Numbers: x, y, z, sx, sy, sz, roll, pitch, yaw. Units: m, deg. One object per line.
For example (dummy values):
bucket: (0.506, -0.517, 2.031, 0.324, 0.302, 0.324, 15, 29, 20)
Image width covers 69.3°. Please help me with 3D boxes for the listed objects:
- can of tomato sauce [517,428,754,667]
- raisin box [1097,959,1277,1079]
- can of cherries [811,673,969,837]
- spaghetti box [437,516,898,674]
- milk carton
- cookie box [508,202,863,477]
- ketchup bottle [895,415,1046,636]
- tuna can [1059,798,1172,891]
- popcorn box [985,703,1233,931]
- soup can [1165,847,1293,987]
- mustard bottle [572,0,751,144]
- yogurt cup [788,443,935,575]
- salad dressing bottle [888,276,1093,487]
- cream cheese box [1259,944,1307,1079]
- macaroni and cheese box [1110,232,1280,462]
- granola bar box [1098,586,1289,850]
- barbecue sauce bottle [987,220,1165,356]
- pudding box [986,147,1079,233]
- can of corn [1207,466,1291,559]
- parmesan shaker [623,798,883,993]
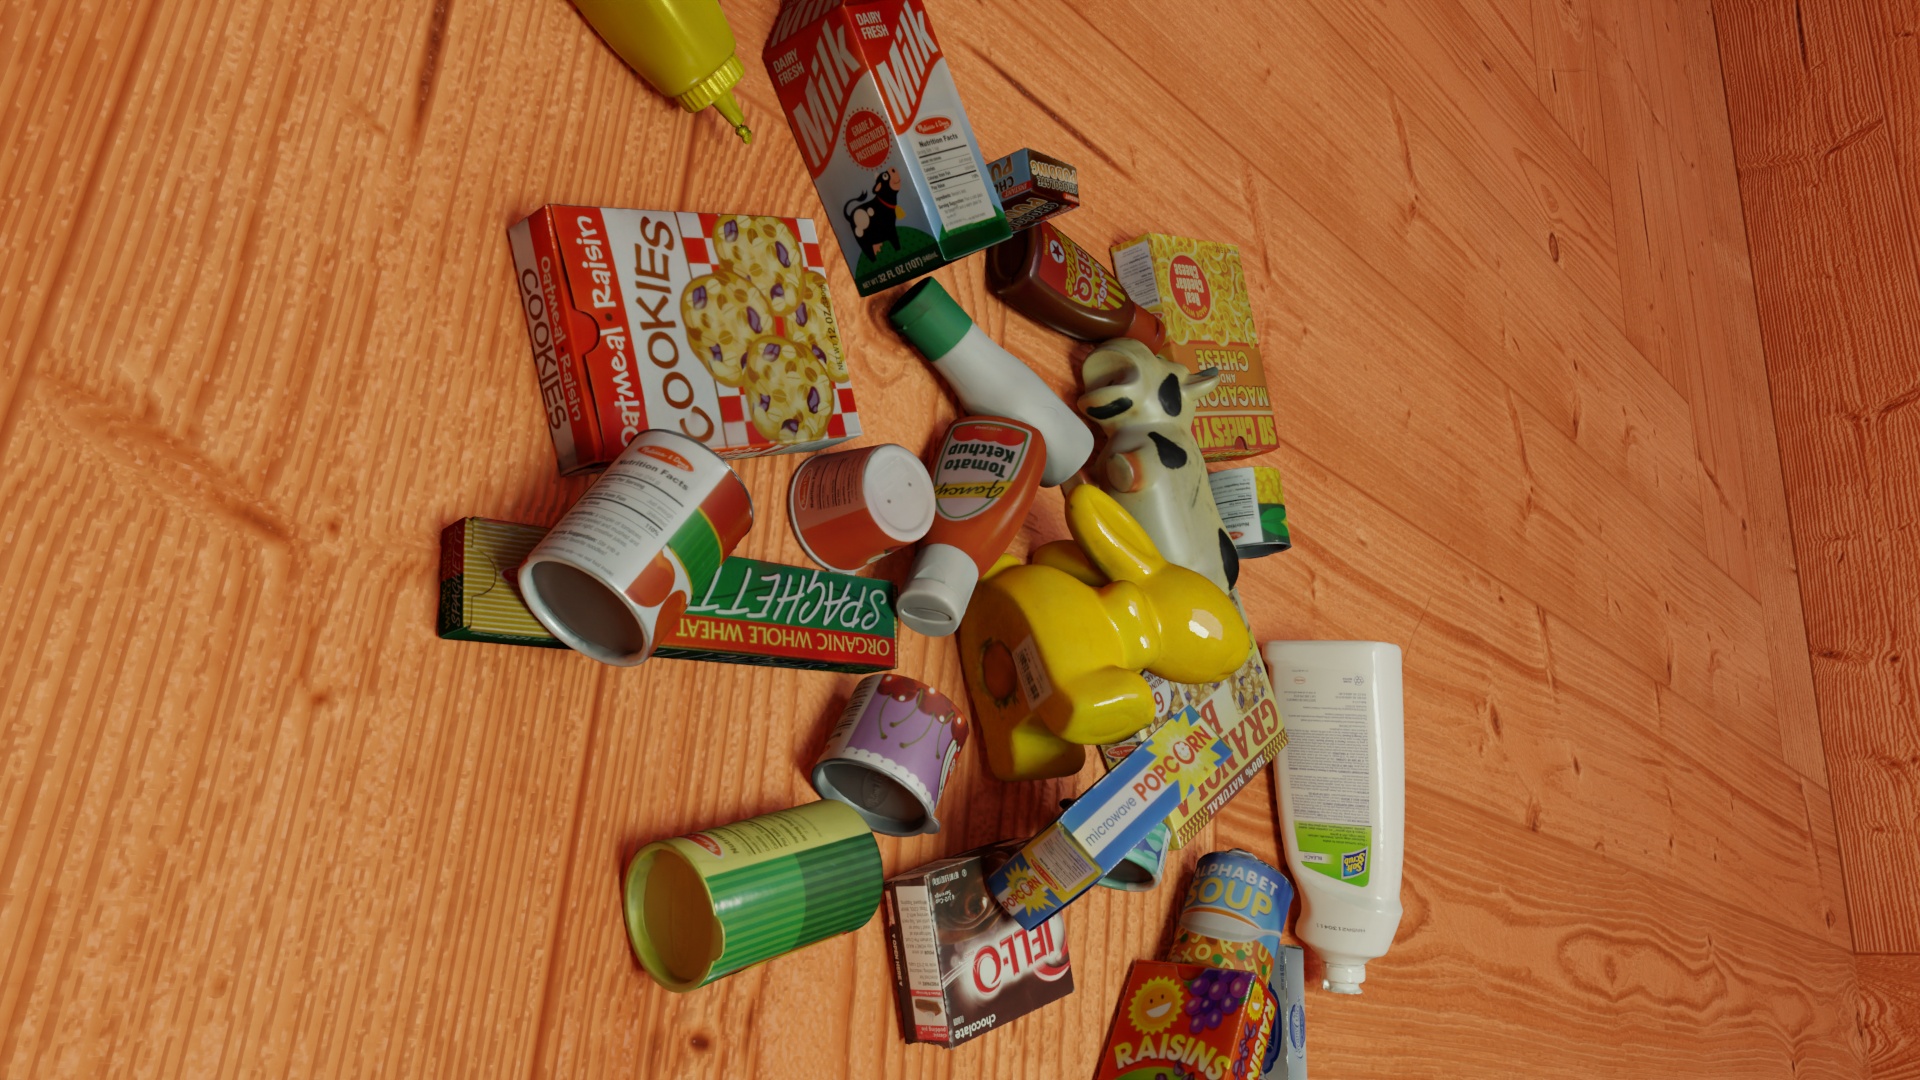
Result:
can of tomato sauce: (-0.138, 0.004, 0.598, 0.071, 0.071, 0.083, 53, 46, -23)
raisin box: (0.129, 0.315, 0.824, 0.040, 0.086, 0.124, 54, 46, -30)
can of cherries: (-0.033, 0.112, 0.721, 0.071, 0.071, 0.059, 49, 47, -26)
spaghetti box: (-0.128, 0.032, 0.672, 0.250, 0.028, 0.050, 11, 71, -45)
milk carton: (-0.049, -0.248, 0.810, 0.074, 0.072, 0.190, -32, 103, -47)
cookie box: (-0.132, -0.102, 0.698, 0.168, 0.040, 0.123, -11, 87, -48)
ketchup bottle: (0.003, -0.010, 0.789, 0.150, 0.065, 0.043, -68, 159, -43)
tuna can: (0.089, 0.183, 0.837, 0.071, 0.071, 0.033, 40, 53, -33)
popcorn box: (0.081, 0.149, 0.750, 0.038, 0.084, 0.127, 49, 48, 11)
soup can: (0.174, 0.254, 0.904, 0.071, 0.071, 0.084, 50, 48, -26)
mustard bottle: (-0.155, -0.271, 0.710, 0.159, 0.065, 0.049, 53, 51, -31)
yogurt cup: (-0.051, -0.020, 0.753, 0.072, 0.054, 0.072, 17, 65, -43)
salad dressing bottle: (0.019, -0.097, 0.849, 0.147, 0.064, 0.044, 45, 73, -19)
cream cheese box: (0.202, 0.323, 0.925, 0.024, 0.053, 0.104, 20, 65, -41)
macaroni and cheese box: (0.180, -0.143, 1.050, 0.124, 0.040, 0.166, -7, 83, -47)
granola bar box: (0.155, 0.118, 0.946, 0.166, 0.039, 0.124, -27, 99, -48)
barbecue sauce bottle: (0.082, -0.166, 0.948, 0.148, 0.043, 0.065, 25, 55, -41)
pudding box: (0.028, -0.215, 0.874, 0.050, 0.083, 0.030, 3, 80, -48)
can of corn: (0.207, -0.019, 1.025, 0.071, 0.071, 0.058, 5, 75, -47)
parmesan shaker: (-0.092, 0.162, 0.641, 0.103, 0.071, 0.071, -3, 81, -48)
